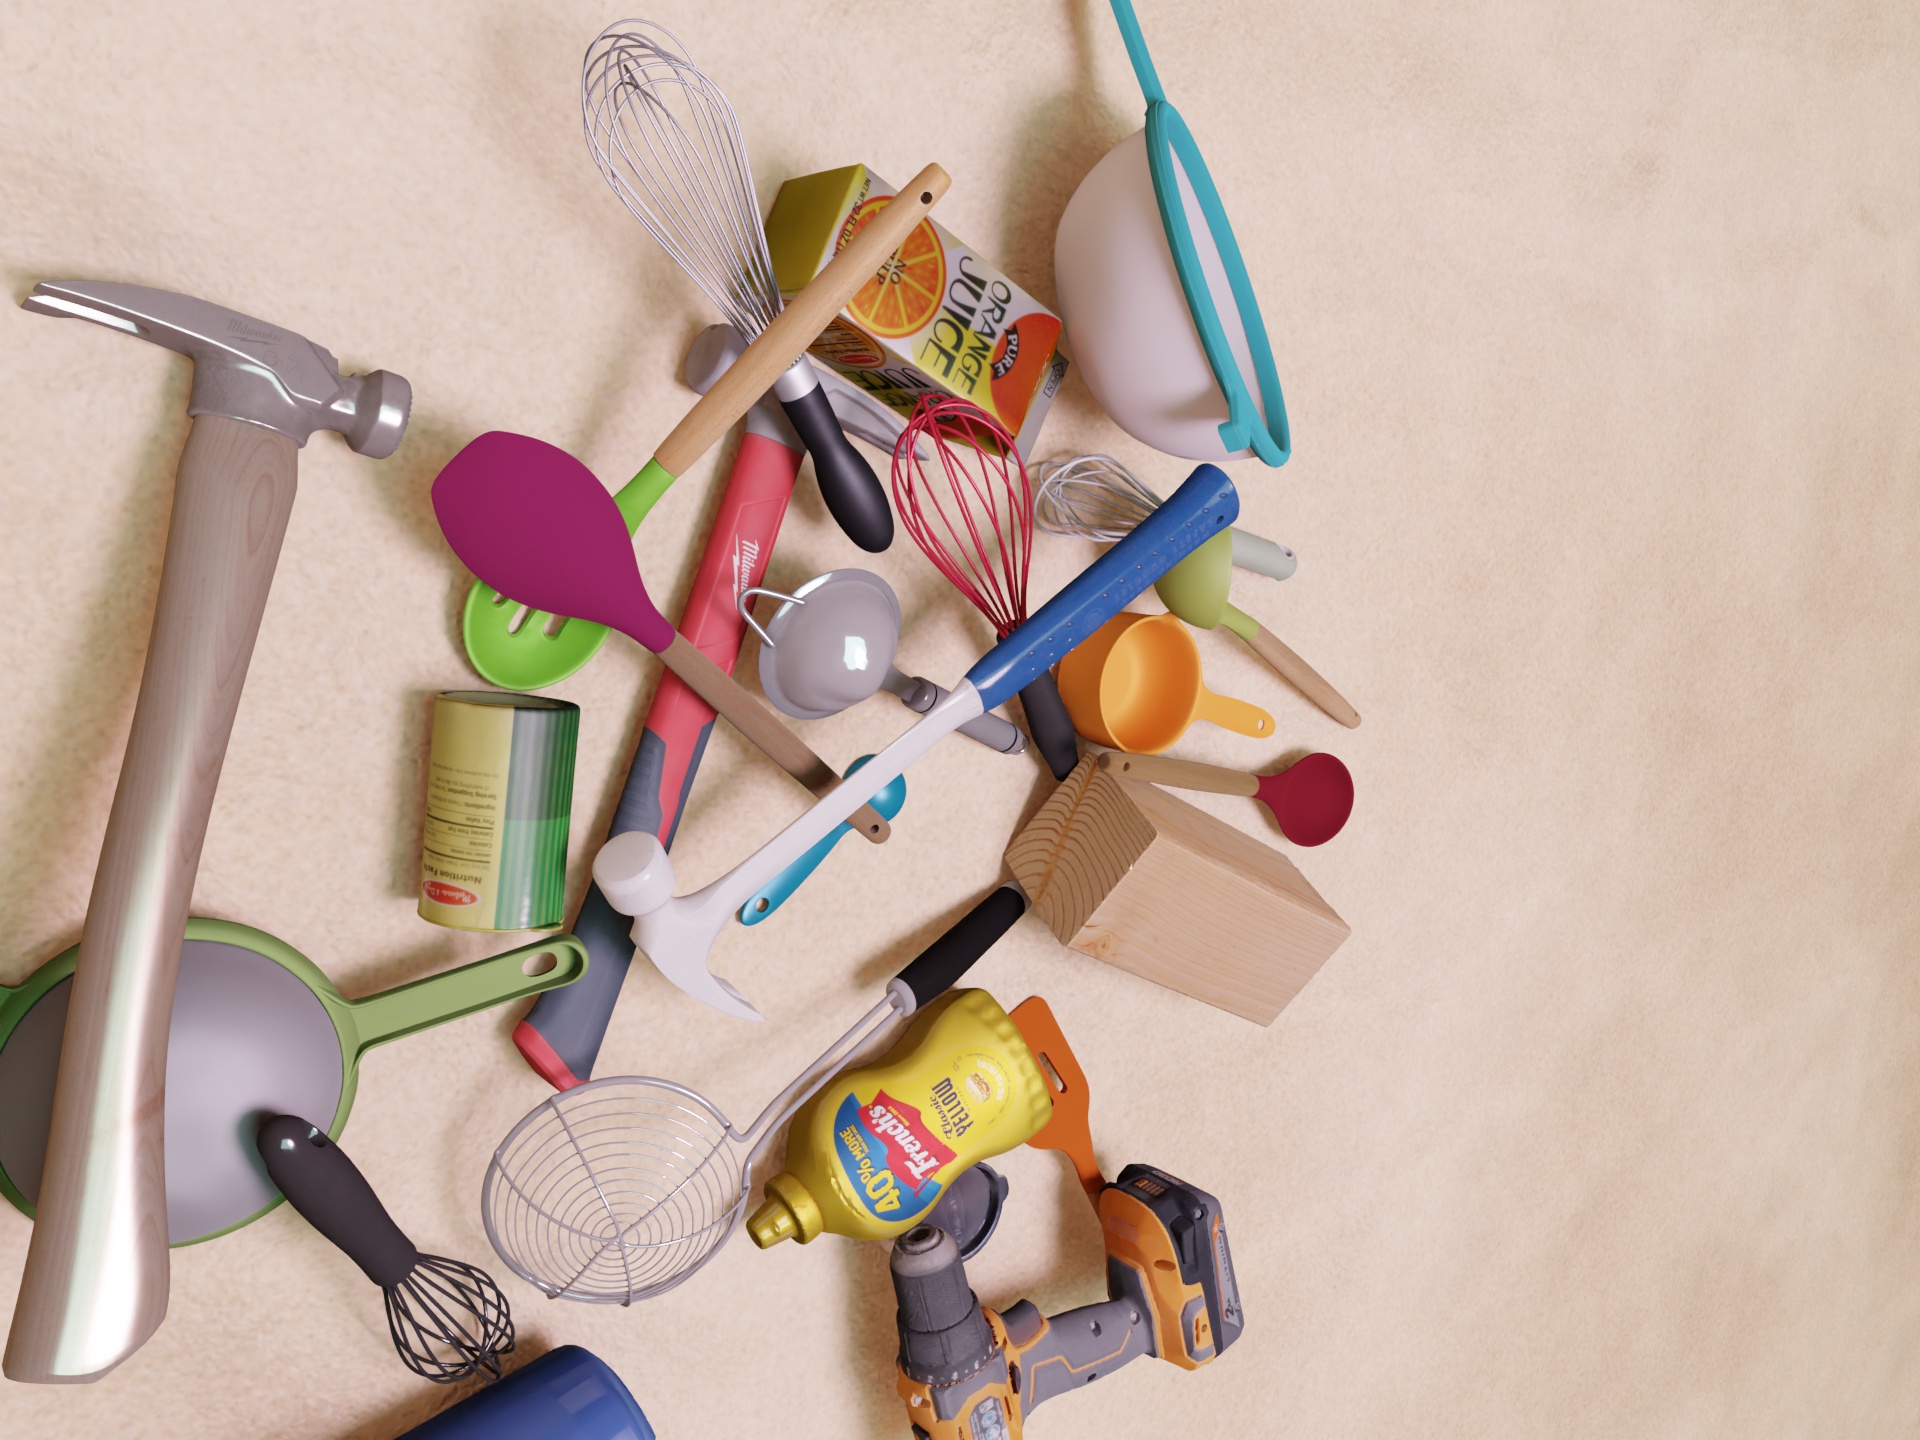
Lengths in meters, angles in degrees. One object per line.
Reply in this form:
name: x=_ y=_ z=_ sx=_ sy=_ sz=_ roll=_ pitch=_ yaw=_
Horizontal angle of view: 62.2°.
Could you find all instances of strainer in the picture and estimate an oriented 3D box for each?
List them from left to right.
strainer: x=-0.279 y=0.149 z=0.680 sx=0.256 sy=0.069 sz=0.151 roll=-17 pitch=109 yaw=-23
strainer: x=-0.025 y=-0.017 z=0.871 sx=0.087 sy=0.050 sz=0.258 roll=-56 pitch=145 yaw=5
strainer: x=0.090 y=-0.292 z=0.903 sx=0.340 sy=0.095 sz=0.211 roll=71 pitch=20 yaw=-2

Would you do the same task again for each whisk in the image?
whisk: x=-0.255 y=0.240 z=0.714 sx=0.055 sy=0.055 sz=0.238 roll=-41 pitch=143 yaw=-25
whisk: x=-0.093 y=-0.190 z=0.749 sx=0.070 sy=0.070 sz=0.284 roll=-47 pitch=132 yaw=-22
whisk: x=0.026 y=-0.063 z=0.893 sx=0.073 sy=0.073 sz=0.295 roll=-47 pitch=139 yaw=-22
whisk: x=0.136 y=-0.121 z=1.009 sx=0.246 sy=0.058 sz=0.059 roll=11 pitch=126 yaw=-42

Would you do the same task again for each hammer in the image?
hammer: x=-0.317 y=0.035 z=0.611 sx=0.146 sy=0.038 sz=0.411 roll=15 pitch=73 yaw=-38
hammer: x=-0.131 y=0.004 z=0.819 sx=0.143 sy=0.038 sz=0.386 roll=21 pitch=85 yaw=-41
hammer: x=-0.001 y=-0.003 z=0.832 sx=0.405 sy=0.035 sz=0.143 roll=-39 pitch=140 yaw=-20

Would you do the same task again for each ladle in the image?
ladle: x=0.179 y=0.042 z=1.045 sx=0.315 sy=0.031 sz=0.069 roll=11 pitch=94 yaw=-52
ladle: x=0.212 y=-0.053 z=1.042 sx=0.319 sy=0.062 sz=0.078 roll=30 pitch=51 yaw=-50

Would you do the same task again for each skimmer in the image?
skimmer: x=-0.092 y=0.179 z=0.873 sx=0.363 sy=0.090 sz=0.127 roll=-36 pitch=120 yaw=-45

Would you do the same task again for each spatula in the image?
spatula: x=0.092 y=0.322 z=1.071 sx=0.081 sy=0.041 sz=0.322 roll=-42 pitch=126 yaw=-24

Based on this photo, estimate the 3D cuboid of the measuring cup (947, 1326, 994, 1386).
measuring cup: x=-0.008 y=0.383 z=0.994 sx=0.083 sy=0.038 sz=0.167 roll=-43 pitch=118 yaw=-26

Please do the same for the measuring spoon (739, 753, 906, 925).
measuring spoon: x=-0.073 y=0.070 z=0.887 sx=0.128 sy=0.021 sz=0.042 roll=-46 pitch=123 yaw=-24

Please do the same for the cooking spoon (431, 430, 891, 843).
cooking spoon: x=-0.127 y=-0.024 z=0.772 sx=0.069 sy=0.017 sz=0.318 roll=-45 pitch=130 yaw=-1

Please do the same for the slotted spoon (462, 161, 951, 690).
slotted spoon: x=-0.116 y=-0.134 z=0.730 sx=0.313 sy=0.031 sz=0.070 roll=-45 pitch=128 yaw=11

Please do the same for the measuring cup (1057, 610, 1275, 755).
measuring cup: x=0.133 y=-0.016 z=1.019 sx=0.173 sy=0.052 sz=0.095 roll=16 pitch=88 yaw=-41

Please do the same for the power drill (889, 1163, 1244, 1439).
power drill: x=0.059 y=0.355 z=0.971 sx=0.226 sy=0.084 sz=0.185 roll=-22 pitch=107 yaw=-30
